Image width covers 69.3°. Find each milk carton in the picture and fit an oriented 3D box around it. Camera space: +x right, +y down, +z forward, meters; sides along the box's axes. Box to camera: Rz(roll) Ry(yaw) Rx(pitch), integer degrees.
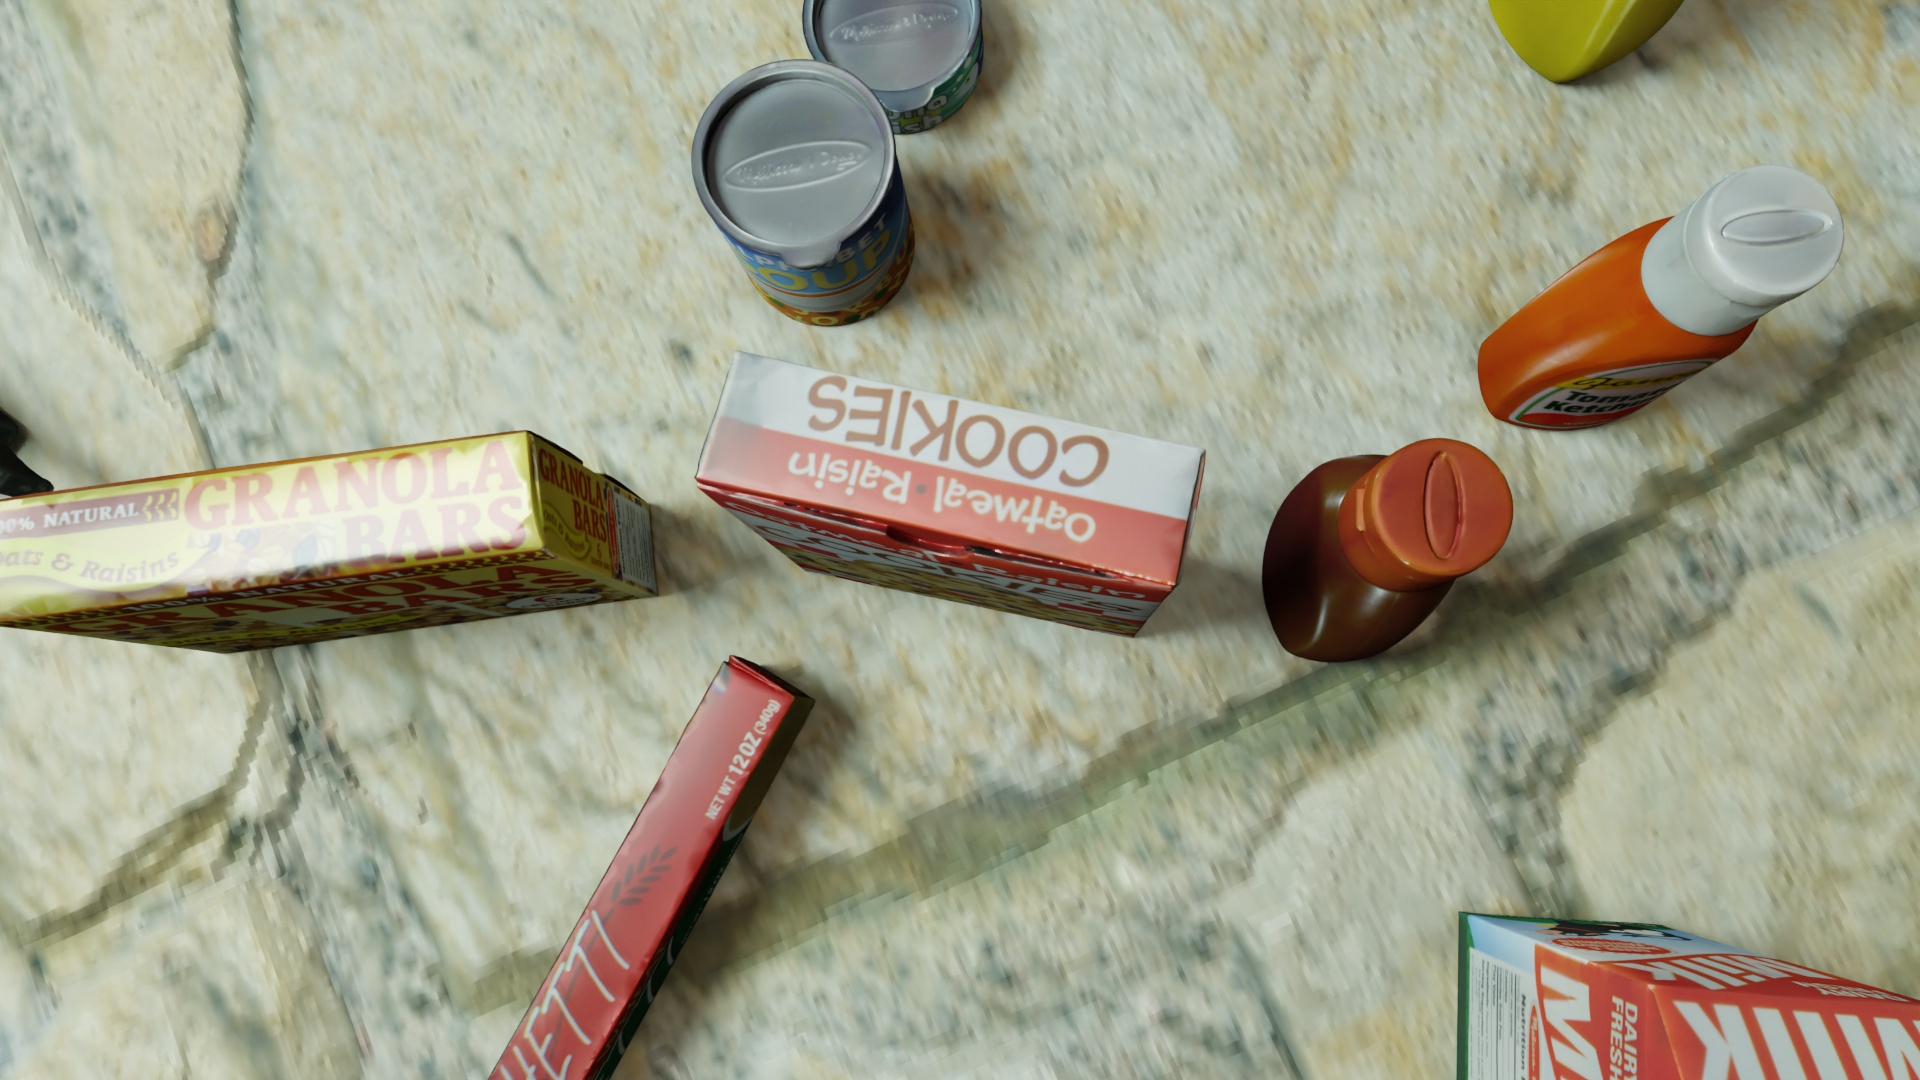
[{"bbox_3d":[0.198,0.150,0.375,0.072,0.190,0.073,3,82,4],"label":"milk carton"}]

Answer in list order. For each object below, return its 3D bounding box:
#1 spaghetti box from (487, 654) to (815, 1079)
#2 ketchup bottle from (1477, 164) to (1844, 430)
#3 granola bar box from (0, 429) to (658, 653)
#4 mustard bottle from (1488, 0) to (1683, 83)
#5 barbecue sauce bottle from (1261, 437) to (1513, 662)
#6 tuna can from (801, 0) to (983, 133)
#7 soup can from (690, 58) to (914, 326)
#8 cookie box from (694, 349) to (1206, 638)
[{"bbox_3d":[-0.123,0.155,0.462,0.029,0.050,0.250,28,83,7],"label":"spaghetti box"},{"bbox_3d":[0.214,-0.071,0.431,0.065,0.148,0.043,-5,81,2],"label":"ketchup bottle"},{"bbox_3d":[-0.197,0.004,0.452,0.166,0.124,0.039,-7,81,2],"label":"granola bar box"},{"bbox_3d":[0.220,-0.209,0.447,0.049,0.160,0.065,-31,81,-2],"label":"mustard bottle"},{"bbox_3d":[0.125,0.002,0.424,0.044,0.148,0.065,3,82,3],"label":"barbecue sauce bottle"},{"bbox_3d":[-0.024,-0.187,0.520,0.071,0.033,0.071,0,81,3],"label":"tuna can"},{"bbox_3d":[-0.051,-0.115,0.484,0.071,0.083,0.071,0,81,3],"label":"soup can"},{"bbox_3d":[0.002,-0.005,0.422,0.123,0.167,0.040,12,82,5],"label":"cookie box"}]
